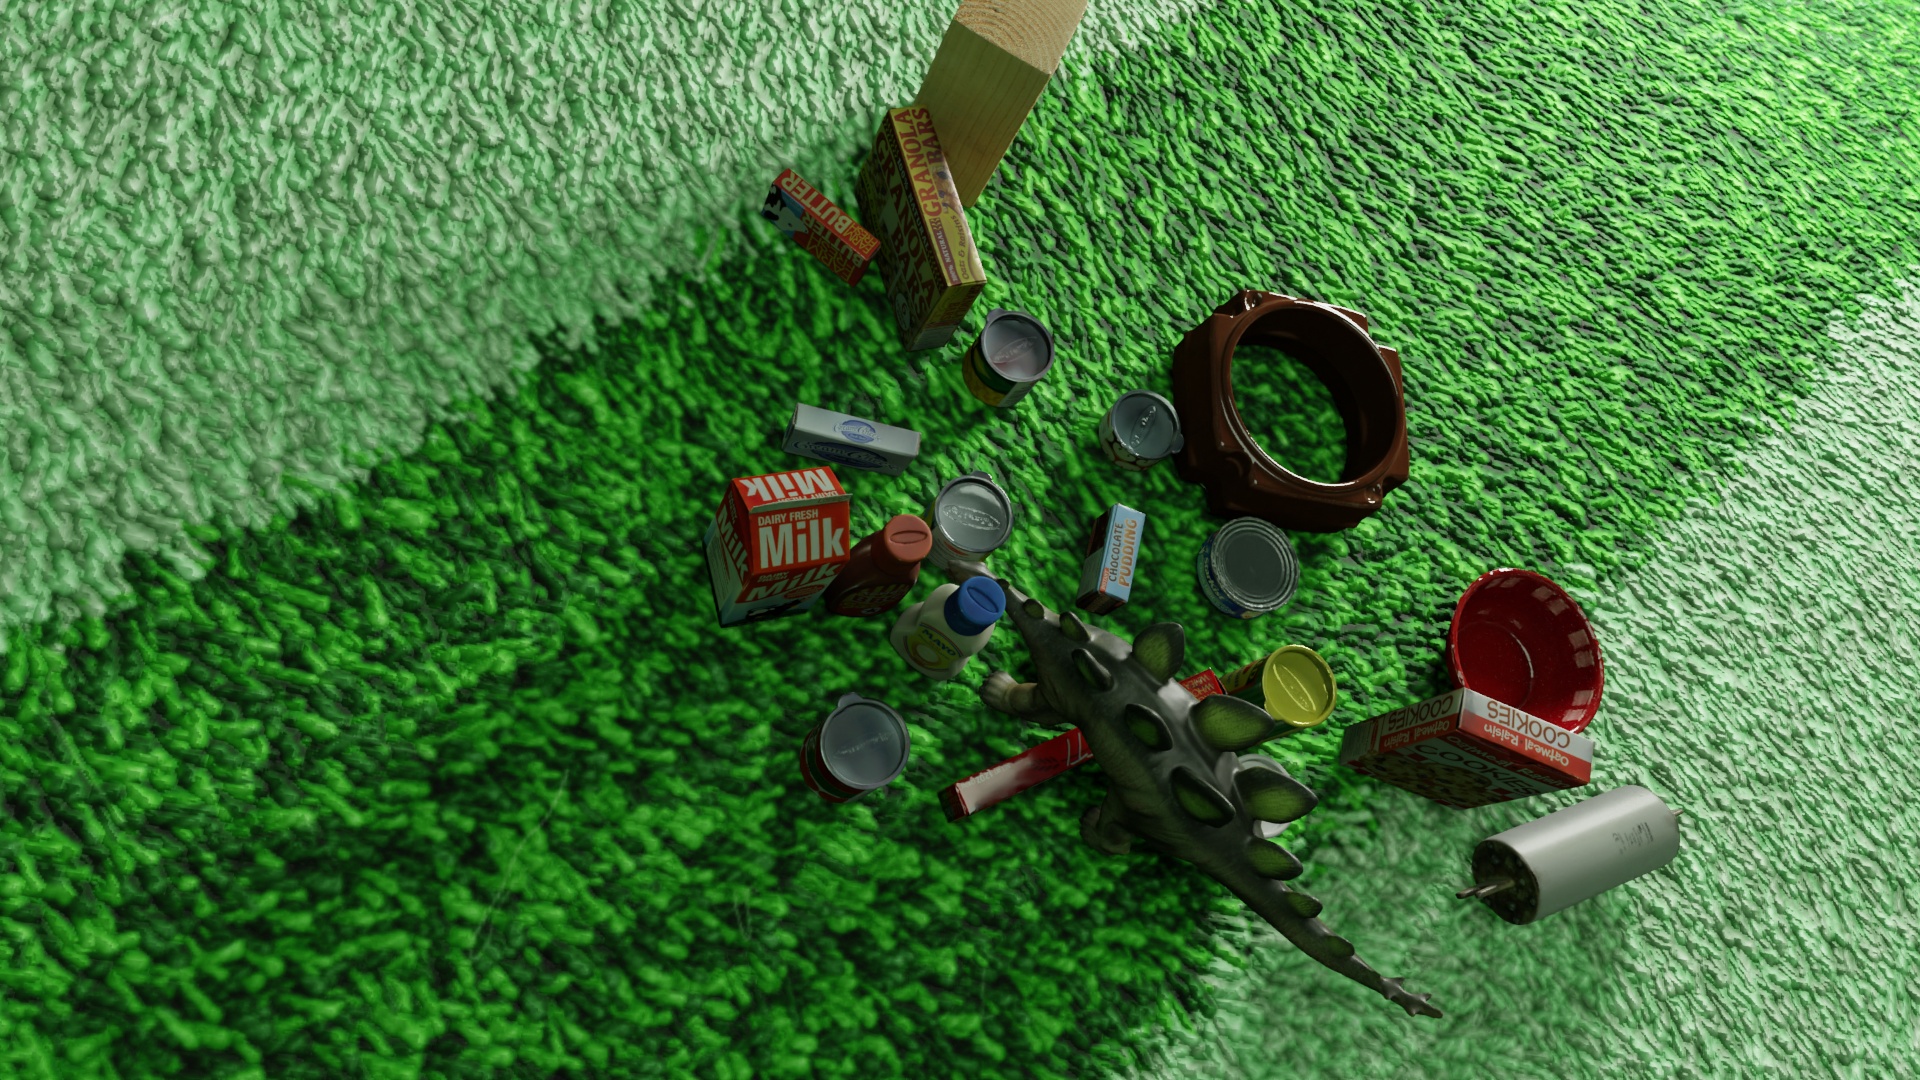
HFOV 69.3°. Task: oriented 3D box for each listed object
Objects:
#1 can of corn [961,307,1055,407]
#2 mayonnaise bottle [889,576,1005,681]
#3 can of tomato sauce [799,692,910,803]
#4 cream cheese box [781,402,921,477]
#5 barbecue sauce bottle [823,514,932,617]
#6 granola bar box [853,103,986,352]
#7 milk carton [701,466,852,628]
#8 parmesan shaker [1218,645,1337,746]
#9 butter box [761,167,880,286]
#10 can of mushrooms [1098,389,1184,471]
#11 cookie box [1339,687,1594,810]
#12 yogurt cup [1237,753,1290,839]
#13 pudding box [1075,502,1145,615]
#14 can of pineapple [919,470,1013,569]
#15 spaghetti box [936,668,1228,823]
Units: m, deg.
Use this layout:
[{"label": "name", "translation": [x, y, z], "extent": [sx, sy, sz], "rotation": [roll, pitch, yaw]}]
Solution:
[{"label": "can of corn", "translation": [0.039, -0.157, 1.191], "extent": [0.071, 0.058, 0.071], "rotation": [6, 70, -16]}, {"label": "mayonnaise bottle", "translation": [-0.007, 0.064, 1.050], "extent": [0.065, 0.147, 0.041], "rotation": [39, 65, -3]}, {"label": "can of tomato sauce", "translation": [-0.081, 0.155, 1.030], "extent": [0.071, 0.082, 0.071], "rotation": [6, 70, -16]}, {"label": "cream cheese box", "translation": [-0.089, -0.080, 1.125], "extent": [0.104, 0.053, 0.024], "rotation": [13, 69, -14]}, {"label": "barbecue sauce bottle", "translation": [-0.059, 0.019, 1.048], "extent": [0.065, 0.148, 0.044], "rotation": [-5, 74, -20]}, {"label": "granola bar box", "translation": [-0.038, -0.259, 1.165], "extent": [0.039, 0.123, 0.166], "rotation": [-13, 76, -22]}, {"label": "milk carton", "translation": [-0.133, 0.001, 1.007], "extent": [0.072, 0.190, 0.073], "rotation": [-9, 75, -21]}, {"label": "parmesan shaker", "translation": [0.250, 0.131, 1.137], "extent": [0.071, 0.102, 0.071], "rotation": [6, 70, -16]}, {"label": "butter box", "translation": [-0.118, -0.265, 1.180], "extent": [0.103, 0.053, 0.024], "rotation": [39, 65, -3]}, {"label": "can of mushrooms", "translation": [0.159, -0.095, 1.224], "extent": [0.071, 0.033, 0.071], "rotation": [6, 70, -16]}, {"label": "cookie box", "translation": [0.411, 0.176, 1.140], "extent": [0.123, 0.166, 0.040], "rotation": [22, 67, -10]}, {"label": "yogurt cup", "translation": [0.231, 0.211, 1.130], "extent": [0.072, 0.053, 0.072], "rotation": [6, 70, -16]}, {"label": "pudding box", "translation": [0.126, 0.016, 1.165], "extent": [0.030, 0.049, 0.084], "rotation": [19, 67, -11]}, {"label": "can of pineapple", "translation": [0.004, -0.014, 1.131], "extent": [0.071, 0.057, 0.071], "rotation": [6, 70, -16]}, {"label": "spaghetti box", "translation": [0.100, 0.162, 1.106], "extent": [0.251, 0.050, 0.029], "rotation": [-20, 80, -23]}]
